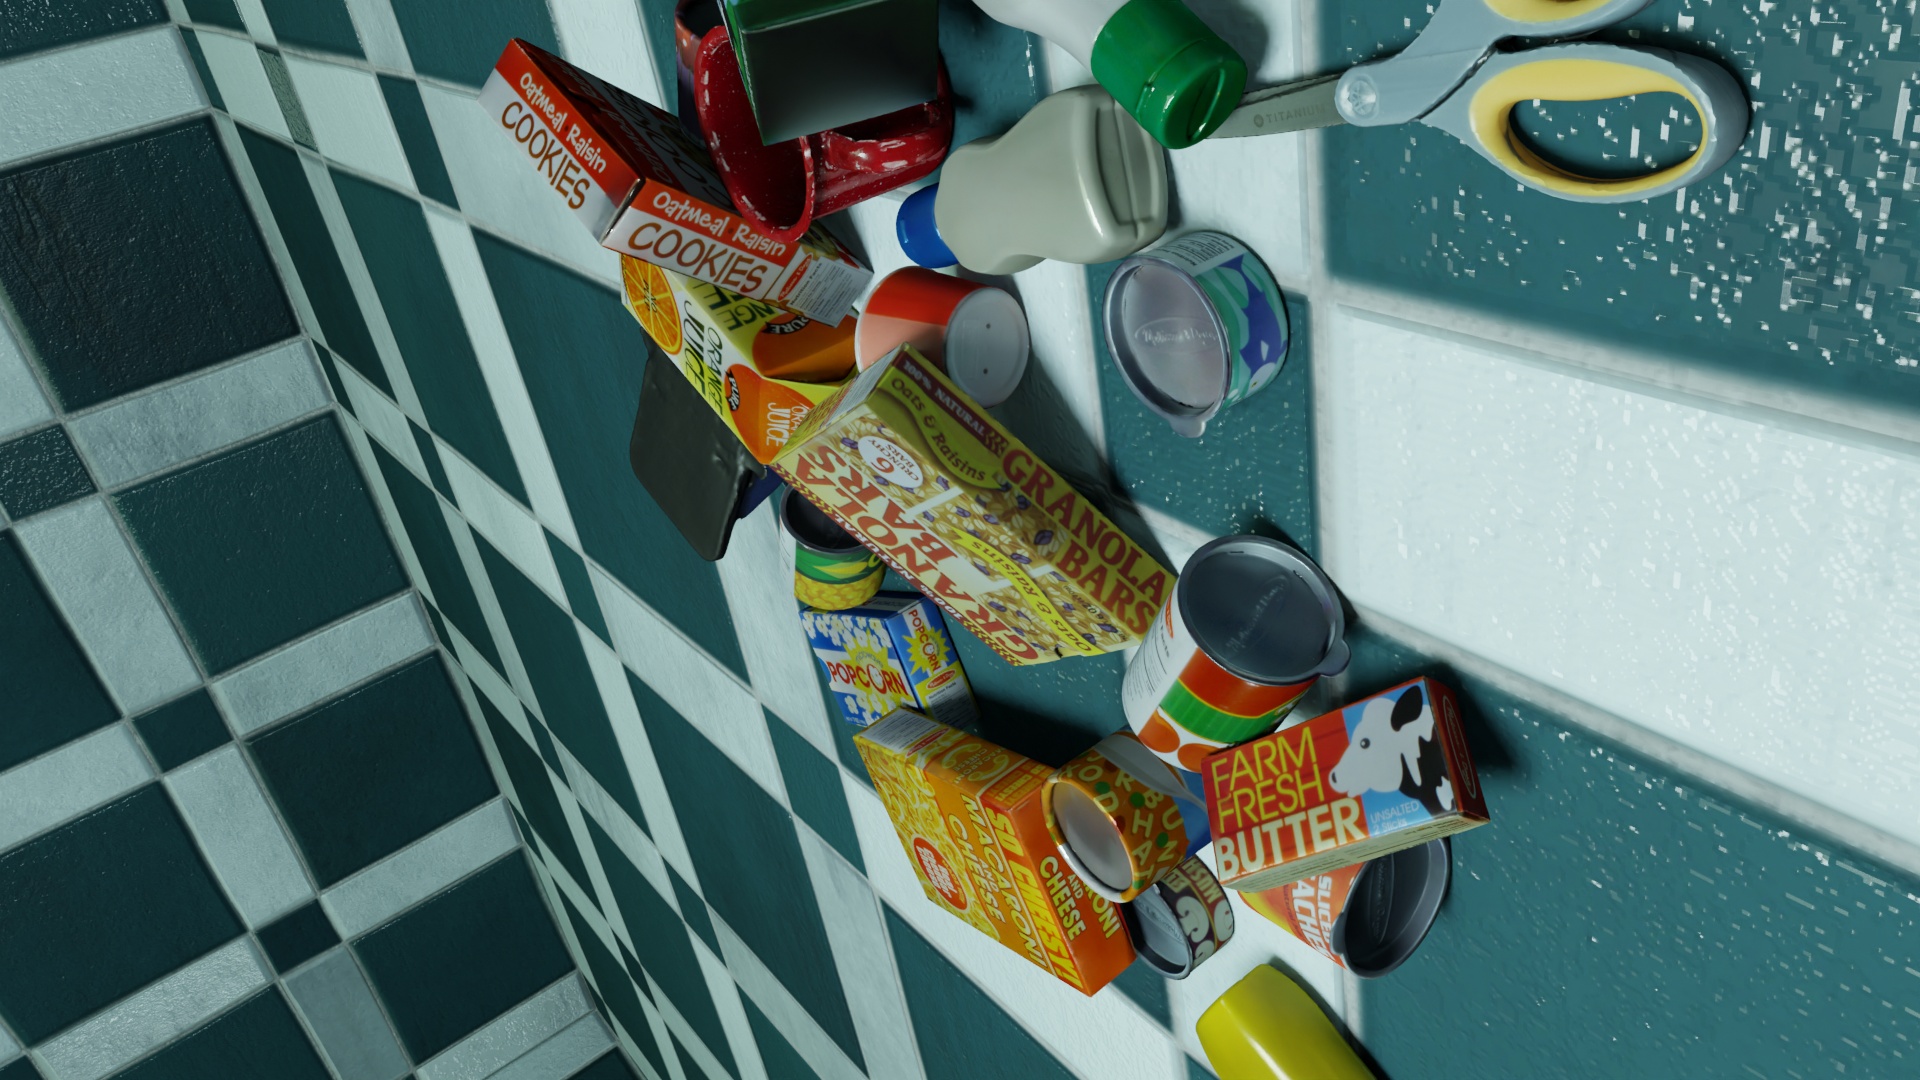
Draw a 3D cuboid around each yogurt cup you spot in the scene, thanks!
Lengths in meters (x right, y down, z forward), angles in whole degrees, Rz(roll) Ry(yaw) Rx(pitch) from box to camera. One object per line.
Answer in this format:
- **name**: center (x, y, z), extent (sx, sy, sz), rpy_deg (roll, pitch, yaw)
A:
- **yogurt cup**: center (-0.006, -0.090, 0.632), extent (0.054, 0.073, 0.072), rpy_deg (15, 128, 44)

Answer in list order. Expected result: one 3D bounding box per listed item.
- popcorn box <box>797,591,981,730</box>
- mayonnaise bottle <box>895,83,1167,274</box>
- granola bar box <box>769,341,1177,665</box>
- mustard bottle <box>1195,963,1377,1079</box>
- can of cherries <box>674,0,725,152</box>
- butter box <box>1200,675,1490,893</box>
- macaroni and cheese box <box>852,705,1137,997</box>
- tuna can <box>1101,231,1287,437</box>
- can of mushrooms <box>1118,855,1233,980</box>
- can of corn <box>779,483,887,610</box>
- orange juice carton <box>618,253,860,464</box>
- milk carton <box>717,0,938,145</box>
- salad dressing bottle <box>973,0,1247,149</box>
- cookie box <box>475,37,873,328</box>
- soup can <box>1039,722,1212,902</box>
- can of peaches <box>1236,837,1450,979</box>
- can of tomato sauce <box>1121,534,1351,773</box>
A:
- **popcorn box**: center (-0.047, 0.077, 0.877), extent (0.126, 0.038, 0.085), rpy_deg (-1, 115, 59)
- **mayonnaise bottle**: center (0.023, -0.138, 0.562), extent (0.148, 0.041, 0.064), rpy_deg (4, 107, 60)
- **granola bar box**: center (0.002, -0.008, 0.644), extent (0.165, 0.039, 0.124), rpy_deg (40, 156, -14)
- **mustard bottle**: center (0.182, 0.281, 0.662), extent (0.160, 0.049, 0.065), rpy_deg (49, 150, 23)
- **can of cherries**: center (-0.106, -0.228, 0.670), extent (0.071, 0.072, 0.058), rpy_deg (46, 148, 28)
- **butter box**: center (0.139, 0.093, 0.520), extent (0.103, 0.024, 0.053), rpy_deg (-29, 51, 35)
- **macaroni and cheese box**: center (0.016, 0.167, 0.773), extent (0.166, 0.040, 0.123), rpy_deg (10, 127, 57)
- **tuna can**: center (0.087, -0.077, 0.516), extent (0.071, 0.033, 0.070), rpy_deg (40, 145, 36)
- **can of mushrooms**: center (0.107, 0.190, 0.723), extent (0.071, 0.033, 0.070), rpy_deg (41, 146, 36)
- **can of corn**: center (-0.072, -0.001, 0.824), extent (0.071, 0.071, 0.058), rpy_deg (47, 150, 26)
- **orange juice carton**: center (-0.112, -0.113, 0.778), extent (0.193, 0.073, 0.071), rpy_deg (48, 149, 25)
- **milk carton**: center (-0.071, -0.258, 0.534), extent (0.072, 0.073, 0.191), rpy_deg (95, 157, -73)
- **salad dressing bottle**: center (0.038, -0.192, 0.472), extent (0.148, 0.044, 0.064), rpy_deg (54, 150, 24)
- **cookie box**: center (-0.136, -0.172, 0.683), extent (0.123, 0.167, 0.040), rpy_deg (47, 109, 27)
- **soup can**: center (0.088, 0.113, 0.632), extent (0.071, 0.084, 0.071), rpy_deg (40, 145, 36)
- **can of peaches**: center (0.150, 0.132, 0.557), extent (0.058, 0.071, 0.071), rpy_deg (25, 135, 50)
- **can of tomato sauce**: center (0.109, 0.048, 0.559), extent (0.071, 0.071, 0.082), rpy_deg (50, 151, 21)
